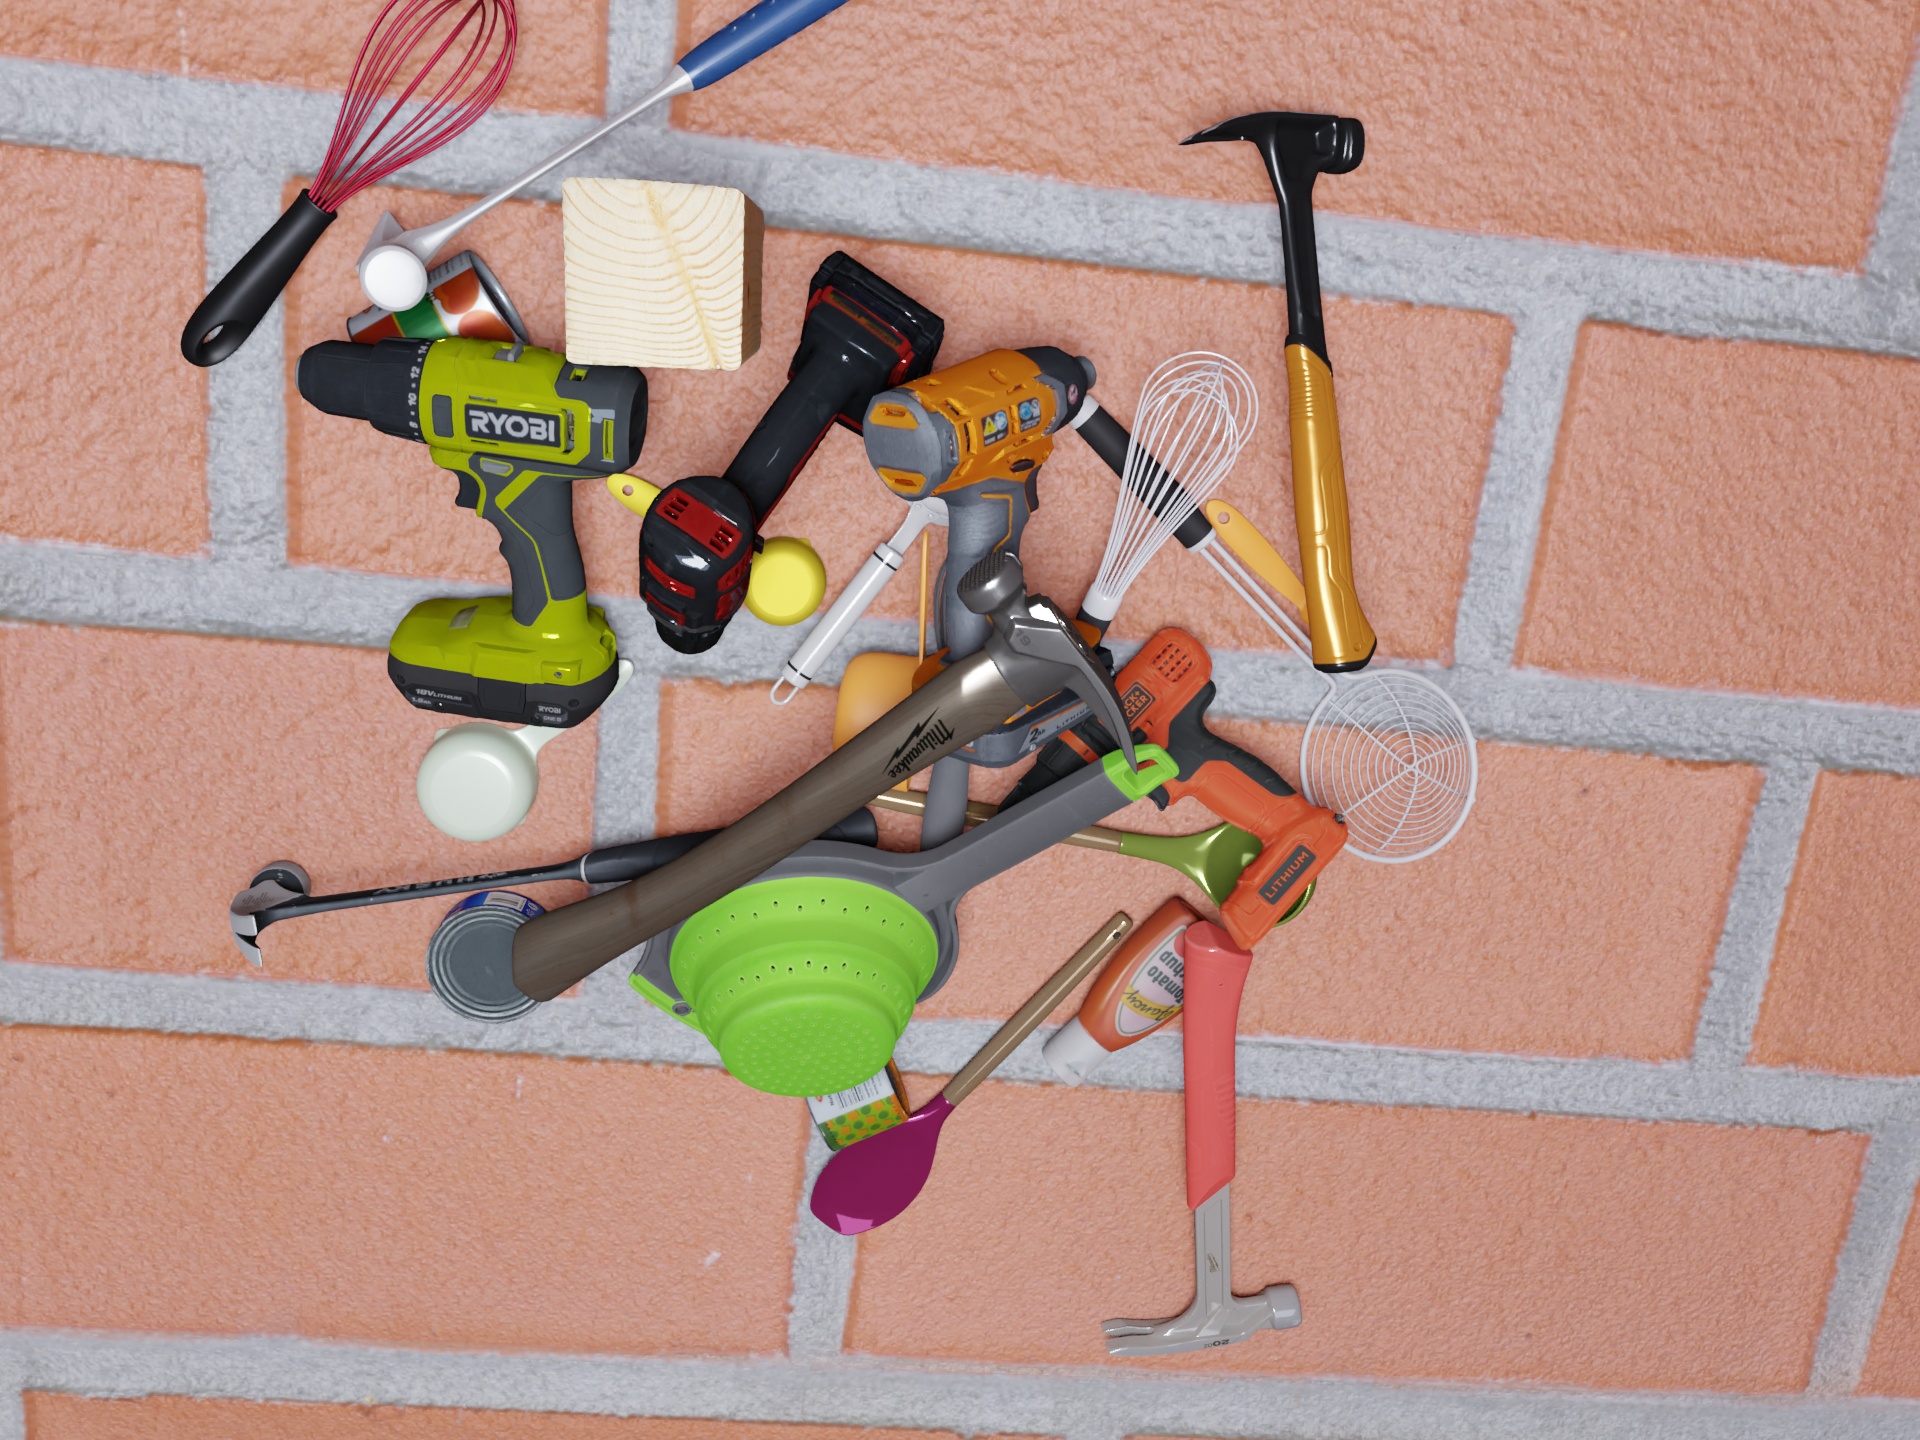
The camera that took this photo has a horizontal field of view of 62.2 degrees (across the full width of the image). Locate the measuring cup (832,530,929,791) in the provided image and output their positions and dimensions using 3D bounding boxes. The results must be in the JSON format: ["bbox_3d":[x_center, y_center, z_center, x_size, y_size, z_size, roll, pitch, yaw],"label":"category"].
[{"bbox_3d":[-0.049,-0.039,1.006,0.052,0.095,0.173,6,114,3],"label":"measuring cup"}]

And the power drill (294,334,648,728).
[{"bbox_3d":[-0.285,-0.116,0.940,0.190,0.080,0.228,8,124,-1],"label":"power drill"}]

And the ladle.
[{"bbox_3d":[0.084,0.079,1.075,0.320,0.062,0.078,11,91,-5],"label":"ladle"}]

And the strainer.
[{"bbox_3d":[-0.039,-0.109,1.010,0.086,0.050,0.258,34,99,-33],"label":"strainer"}]

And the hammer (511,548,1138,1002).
[{"bbox_3d":[-0.096,0.065,0.927,0.410,0.038,0.146,-32,113,18],"label":"hammer"}]

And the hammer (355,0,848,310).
[{"bbox_3d":[-0.168,-0.362,0.908,0.405,0.144,0.035,-35,120,-5],"label":"hammer"}]

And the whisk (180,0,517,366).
[{"bbox_3d":[-0.360,-0.315,0.926,0.073,0.073,0.296,43,104,-14],"label":"whisk"}]

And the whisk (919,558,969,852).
[{"bbox_3d":[-0.001,-0.003,1.036,0.055,0.055,0.239,7,98,-7],"label":"whisk"}]

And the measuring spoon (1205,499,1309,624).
[{"bbox_3d":[0.204,-0.104,1.055,0.117,0.011,0.021,43,98,-14],"label":"measuring spoon"}]

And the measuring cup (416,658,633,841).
[{"bbox_3d":[-0.281,0.016,1.034,0.167,0.038,0.083,-36,105,7],"label":"measuring cup"}]

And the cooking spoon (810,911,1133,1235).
[{"bbox_3d":[0.010,0.252,1.135,0.068,0.017,0.319,41,99,-15],"label":"cooking spoon"}]

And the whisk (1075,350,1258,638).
[{"bbox_3d":[0.101,-0.102,0.998,0.070,0.070,0.284,19,122,-10],"label":"whisk"}]

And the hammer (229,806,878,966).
[{"bbox_3d":[-0.256,0.097,1.024,0.409,0.149,0.036,-8,99,-10],"label":"hammer"}]

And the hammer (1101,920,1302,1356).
[{"bbox_3d":[0.168,0.305,1.129,0.149,0.037,0.358,-7,115,-3],"label":"hammer"}]

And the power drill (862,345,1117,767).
[{"bbox_3d":[0.031,-0.105,0.937,0.164,0.084,0.226,-31,124,-38],"label":"power drill"}]

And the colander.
[{"bbox_3d":[-0.033,0.138,0.992,0.397,0.095,0.204,-30,131,21],"label":"colander"}]

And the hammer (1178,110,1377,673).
[{"bbox_3d":[0.208,-0.195,0.963,0.127,0.034,0.337,-11,97,-32],"label":"hammer"}]

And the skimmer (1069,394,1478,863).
[{"bbox_3d":[0.192,-0.060,1.026,0.363,0.090,0.127,44,127,-12],"label":"skimmer"}]

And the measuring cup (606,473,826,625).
[{"bbox_3d":[-0.156,-0.112,1.013,0.156,0.029,0.062,30,101,-15],"label":"measuring cup"}]

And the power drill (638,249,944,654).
[{"bbox_3d":[-0.110,-0.142,0.937,0.080,0.188,0.227,34,71,-1],"label":"power drill"}]
